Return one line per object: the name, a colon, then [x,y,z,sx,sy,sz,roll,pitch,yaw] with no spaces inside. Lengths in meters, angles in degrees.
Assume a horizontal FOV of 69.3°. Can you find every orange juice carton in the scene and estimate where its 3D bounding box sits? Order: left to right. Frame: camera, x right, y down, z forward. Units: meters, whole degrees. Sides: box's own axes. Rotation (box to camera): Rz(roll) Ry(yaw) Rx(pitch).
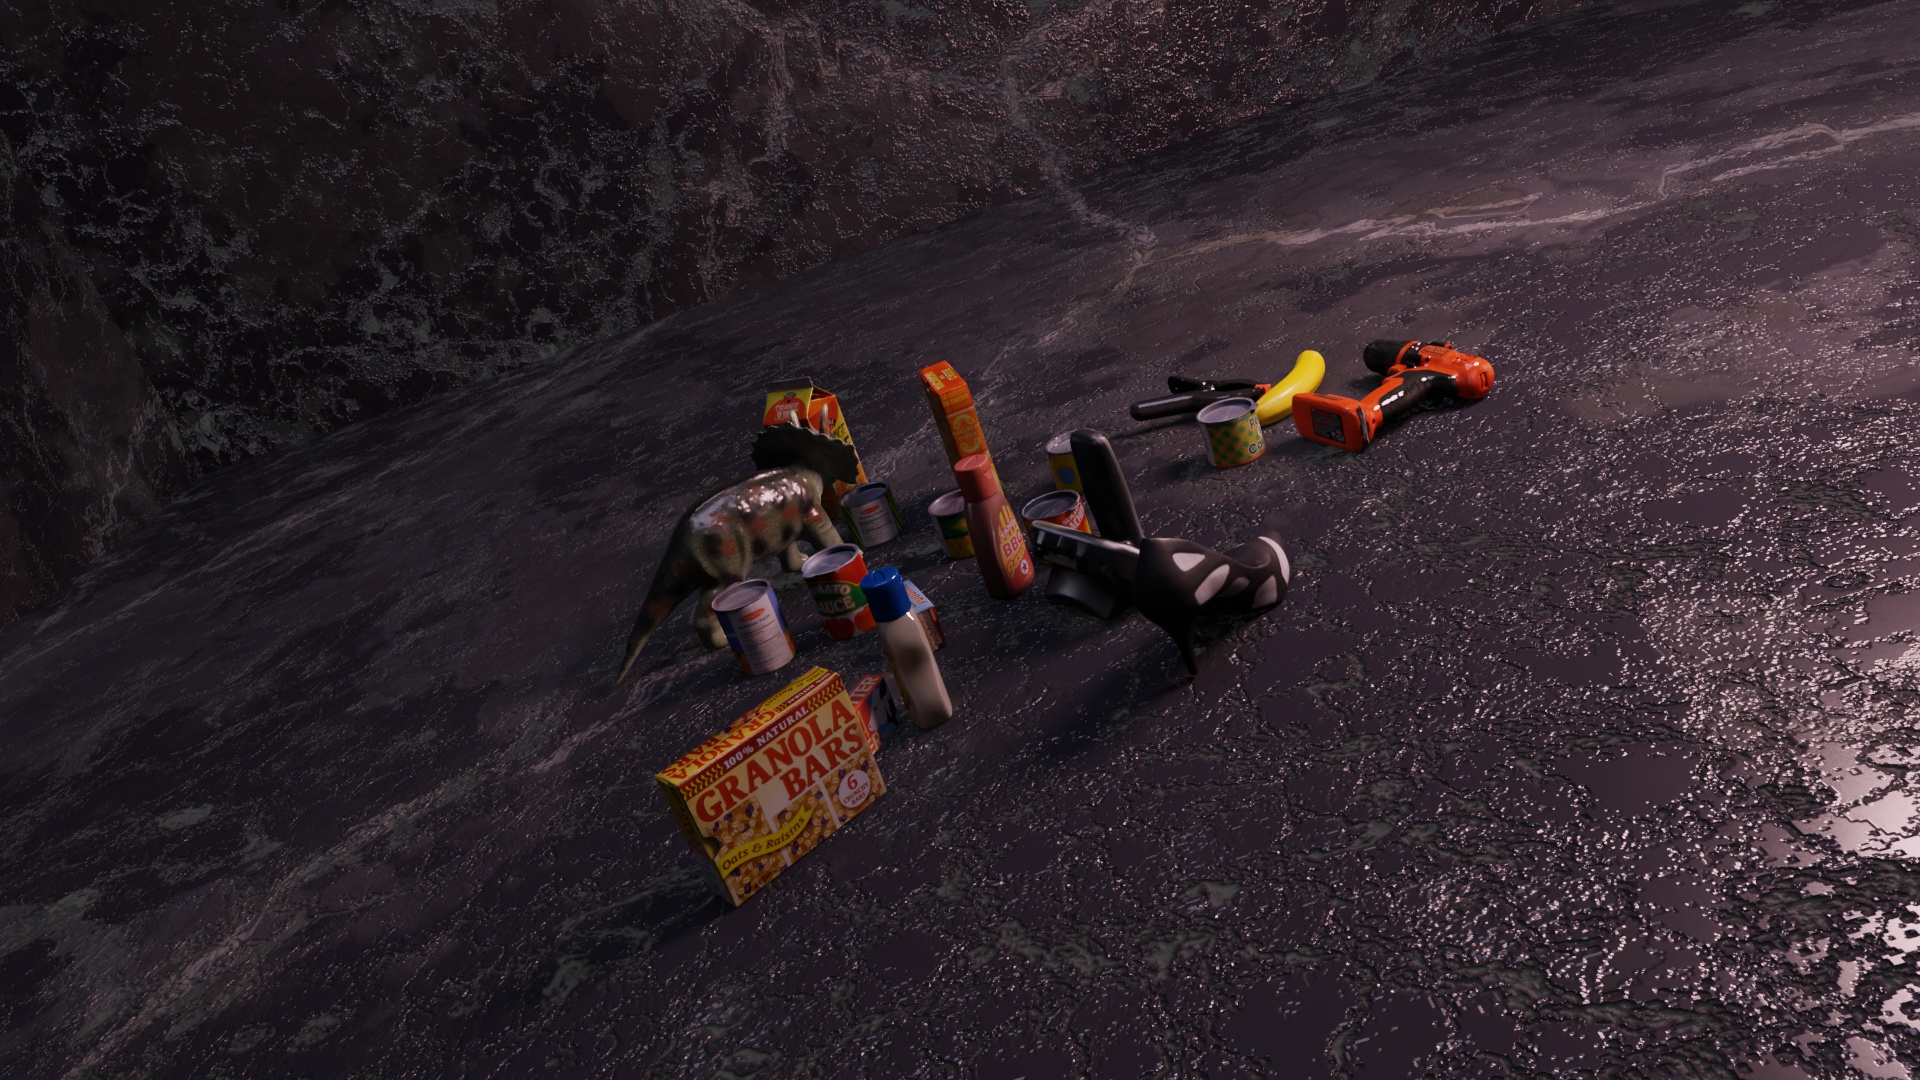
orange juice carton: [-0.188,-0.120,1.784,0.072,0.192,0.073,-5,27,31]

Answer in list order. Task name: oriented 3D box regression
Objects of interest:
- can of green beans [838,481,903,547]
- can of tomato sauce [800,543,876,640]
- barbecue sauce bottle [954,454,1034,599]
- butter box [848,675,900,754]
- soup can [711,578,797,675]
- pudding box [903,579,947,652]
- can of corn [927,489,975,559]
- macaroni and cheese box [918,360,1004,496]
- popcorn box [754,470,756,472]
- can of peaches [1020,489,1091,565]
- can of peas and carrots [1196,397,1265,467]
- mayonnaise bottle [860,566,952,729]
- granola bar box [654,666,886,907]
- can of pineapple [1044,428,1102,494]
can of green beans: [-0.109,-0.032,1.699,0.071,0.057,0.071,-17,23,7]
can of tomato sauce: [-0.127,0.056,1.486,0.071,0.082,0.071,-17,23,7]
barbecue sauce bottle: [0.032,-0.016,1.436,0.043,0.148,0.065,-5,27,32]
butter box: [-0.094,0.171,1.246,0.024,0.053,0.104,-4,28,33]
soup can: [-0.219,0.091,1.480,0.071,0.083,0.071,-17,23,7]
pudding box: [-0.046,0.078,1.417,0.030,0.049,0.084,-25,24,-12]
can of corn: [0.006,-0.020,1.581,0.071,0.058,0.071,-17,23,7]
macaroni and cheese box: [0.002,-0.121,1.669,0.040,0.165,0.124,-22,23,-5]
popcorn box: [-0.272,-0.029,1.786,0.038,0.085,0.127,4,32,43]
can of peaches: [0.106,-0.014,1.489,0.071,0.058,0.071,-17,23,7]
can of peas and carrots: [0.308,-0.122,1.569,0.071,0.058,0.071,-17,23,7]
mayonnaise bottle: [-0.050,0.095,1.257,0.041,0.147,0.065,-23,23,-8]
granola bar box: [-0.150,0.199,1.137,0.166,0.123,0.039,-34,27,-30]
can of pineapple: [0.140,-0.092,1.636,0.071,0.057,0.071,-17,23,7]
